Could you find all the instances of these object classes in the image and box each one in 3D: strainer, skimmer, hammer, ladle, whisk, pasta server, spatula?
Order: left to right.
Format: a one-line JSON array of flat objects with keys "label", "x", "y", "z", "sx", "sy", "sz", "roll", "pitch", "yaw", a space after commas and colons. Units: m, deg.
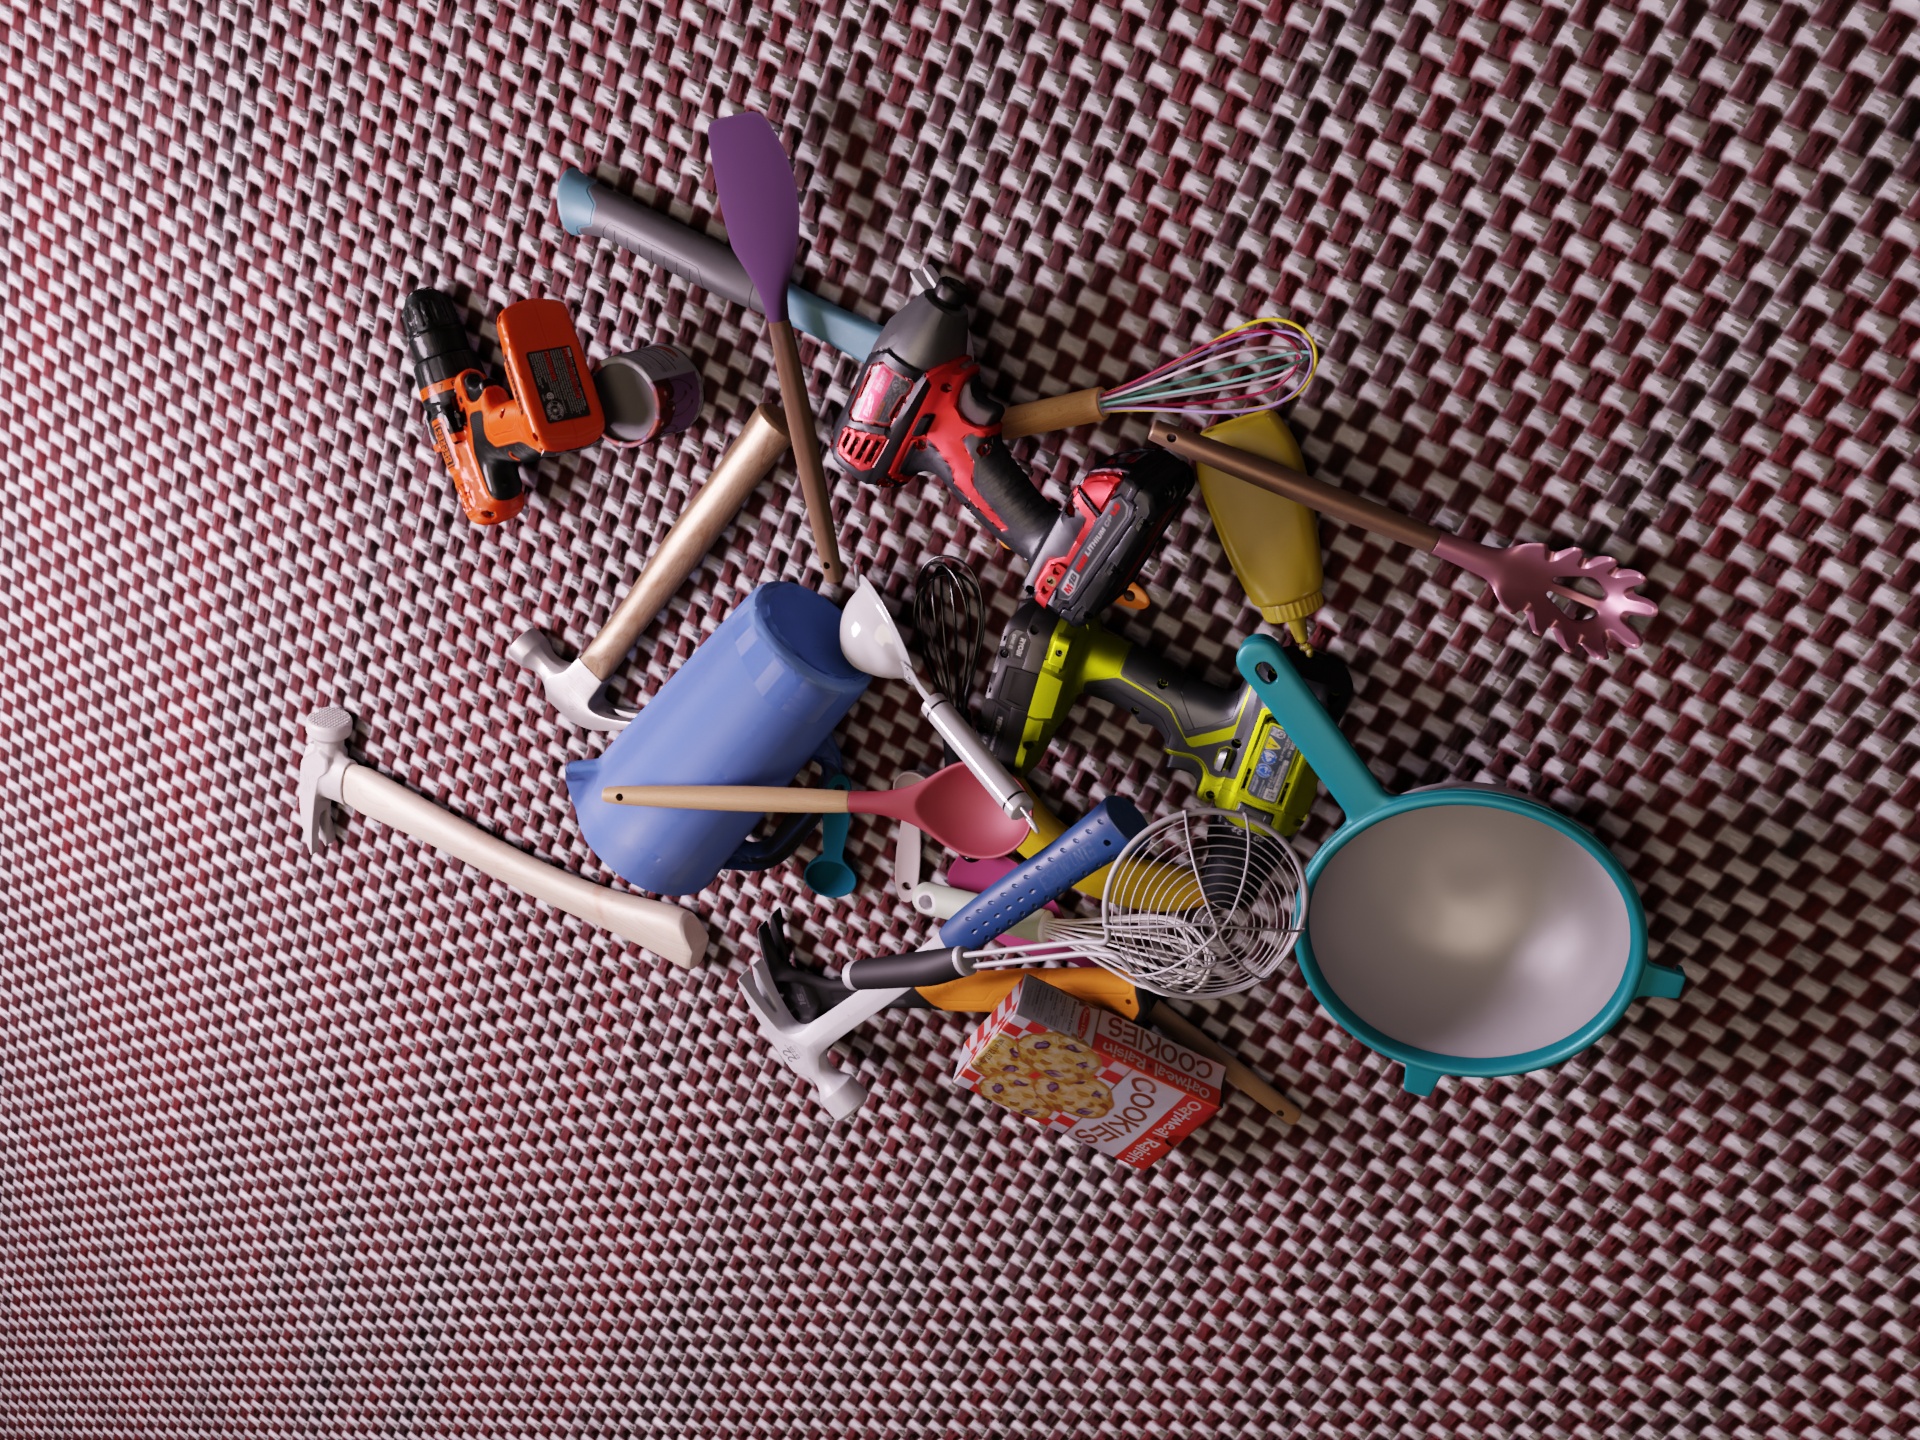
[{"label": "hammer", "x": -0.407, "y": 0.128, "z": 1.396, "sx": 0.411, "sy": 0.038, "sz": 0.146, "roll": 23, "pitch": 120, "yaw": 14}, {"label": "hammer", "x": -0.223, "y": -0.111, "z": 1.214, "sx": 0.130, "sy": 0.031, "sz": 0.331, "roll": 45, "pitch": 122, "yaw": 1}, {"label": "hammer", "x": -0.139, "y": -0.296, "z": 1.096, "sx": 0.331, "sy": 0.033, "sz": 0.128, "roll": 28, "pitch": 121, "yaw": 11}, {"label": "spatula", "x": -0.115, "y": -0.245, "z": 1.078, "sx": 0.060, "sy": 0.018, "sz": 0.315, "roll": -1, "pitch": 111, "yaw": 25}, {"label": "ladle", "x": -0.103, "y": 0.058, "z": 1.118, "sx": 0.315, "sy": 0.031, "sz": 0.069, "roll": 1, "pitch": 97, "yaw": 11}, {"label": "strainer", "x": -0.023, "y": -0.014, "z": 1.087, "sx": 0.259, "sy": 0.050, "sz": 0.086, "roll": 50, "pitch": 165, "yaw": 30}, {"label": "hammer", "x": -0.017, "y": 0.165, "z": 1.173, "sx": 0.144, "sy": 0.035, "sz": 0.405, "roll": 49, "pitch": 127, "yaw": -1}, {"label": "hammer", "x": -0.006, "y": 0.203, "z": 1.234, "sx": 0.337, "sy": 0.034, "sz": 0.127, "roll": -6, "pitch": 111, "yaw": 30}, {"label": "whisk", "x": -0.001, "y": -0.004, "z": 1.150, "sx": 0.055, "sy": 0.055, "sz": 0.238, "roll": 4, "pitch": 114, "yaw": 23}, {"label": "skimmer", "x": 0.061, "y": 0.142, "z": 1.079, "sx": 0.363, "sy": 0.090, "sz": 0.127, "roll": -16, "pitch": 109, "yaw": 44}, {"label": "whisk", "x": 0.070, "y": 0.152, "z": 1.166, "sx": 0.246, "sy": 0.059, "sz": 0.057, "roll": 10, "pitch": 105, "yaw": 30}, {"label": "whisk", "x": 0.111, "y": -0.211, "z": 1.016, "sx": 0.245, "sy": 0.051, "sz": 0.047, "roll": -6, "pitch": 125, "yaw": 32}, {"label": "pasta server", "x": 0.262, "y": -0.117, "z": 0.956, "sx": 0.316, "sy": 0.040, "sz": 0.060, "roll": 22, "pitch": 105, "yaw": 0}, {"label": "strainer", "x": 0.286, "y": 0.069, "z": 1.013, "sx": 0.211, "sy": 0.095, "sz": 0.340, "roll": -33, "pitch": 101, "yaw": 30}]

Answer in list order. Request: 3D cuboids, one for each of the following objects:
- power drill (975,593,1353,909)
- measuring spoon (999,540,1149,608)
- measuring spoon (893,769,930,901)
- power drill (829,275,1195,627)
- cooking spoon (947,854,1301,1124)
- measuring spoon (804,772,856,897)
[{"label": "power drill", "x": 0.132, "y": 0.016, "z": 1.083, "sx": 0.228, "sy": 0.080, "sz": 0.190, "roll": 22, "pitch": 119, "yaw": 12}, {"label": "measuring spoon", "x": 0.077, "y": -0.105, "z": 1.092, "sx": 0.117, "sy": 0.011, "sz": 0.021, "roll": 28, "pitch": 120, "yaw": 11}, {"label": "measuring spoon", "x": -0.036, "y": 0.088, "z": 1.227, "sx": 0.034, "sy": 0.018, "sz": 0.124, "roll": 17, "pitch": 124, "yaw": 17}, {"label": "power drill", "x": 0.029, "y": -0.173, "z": 1.011, "sx": 0.220, "sy": 0.078, "sz": 0.143, "roll": 37, "pitch": 123, "yaw": 10}, {"label": "cooking spoon", "x": 0.123, "y": 0.201, "z": 1.198, "sx": 0.319, "sy": 0.017, "sz": 0.068, "roll": 37, "pitch": 121, "yaw": 7}, {"label": "measuring spoon", "x": -0.096, "y": 0.085, "z": 1.235, "sx": 0.042, "sy": 0.021, "sz": 0.128, "roll": 9, "pitch": 127, "yaw": 0}]
